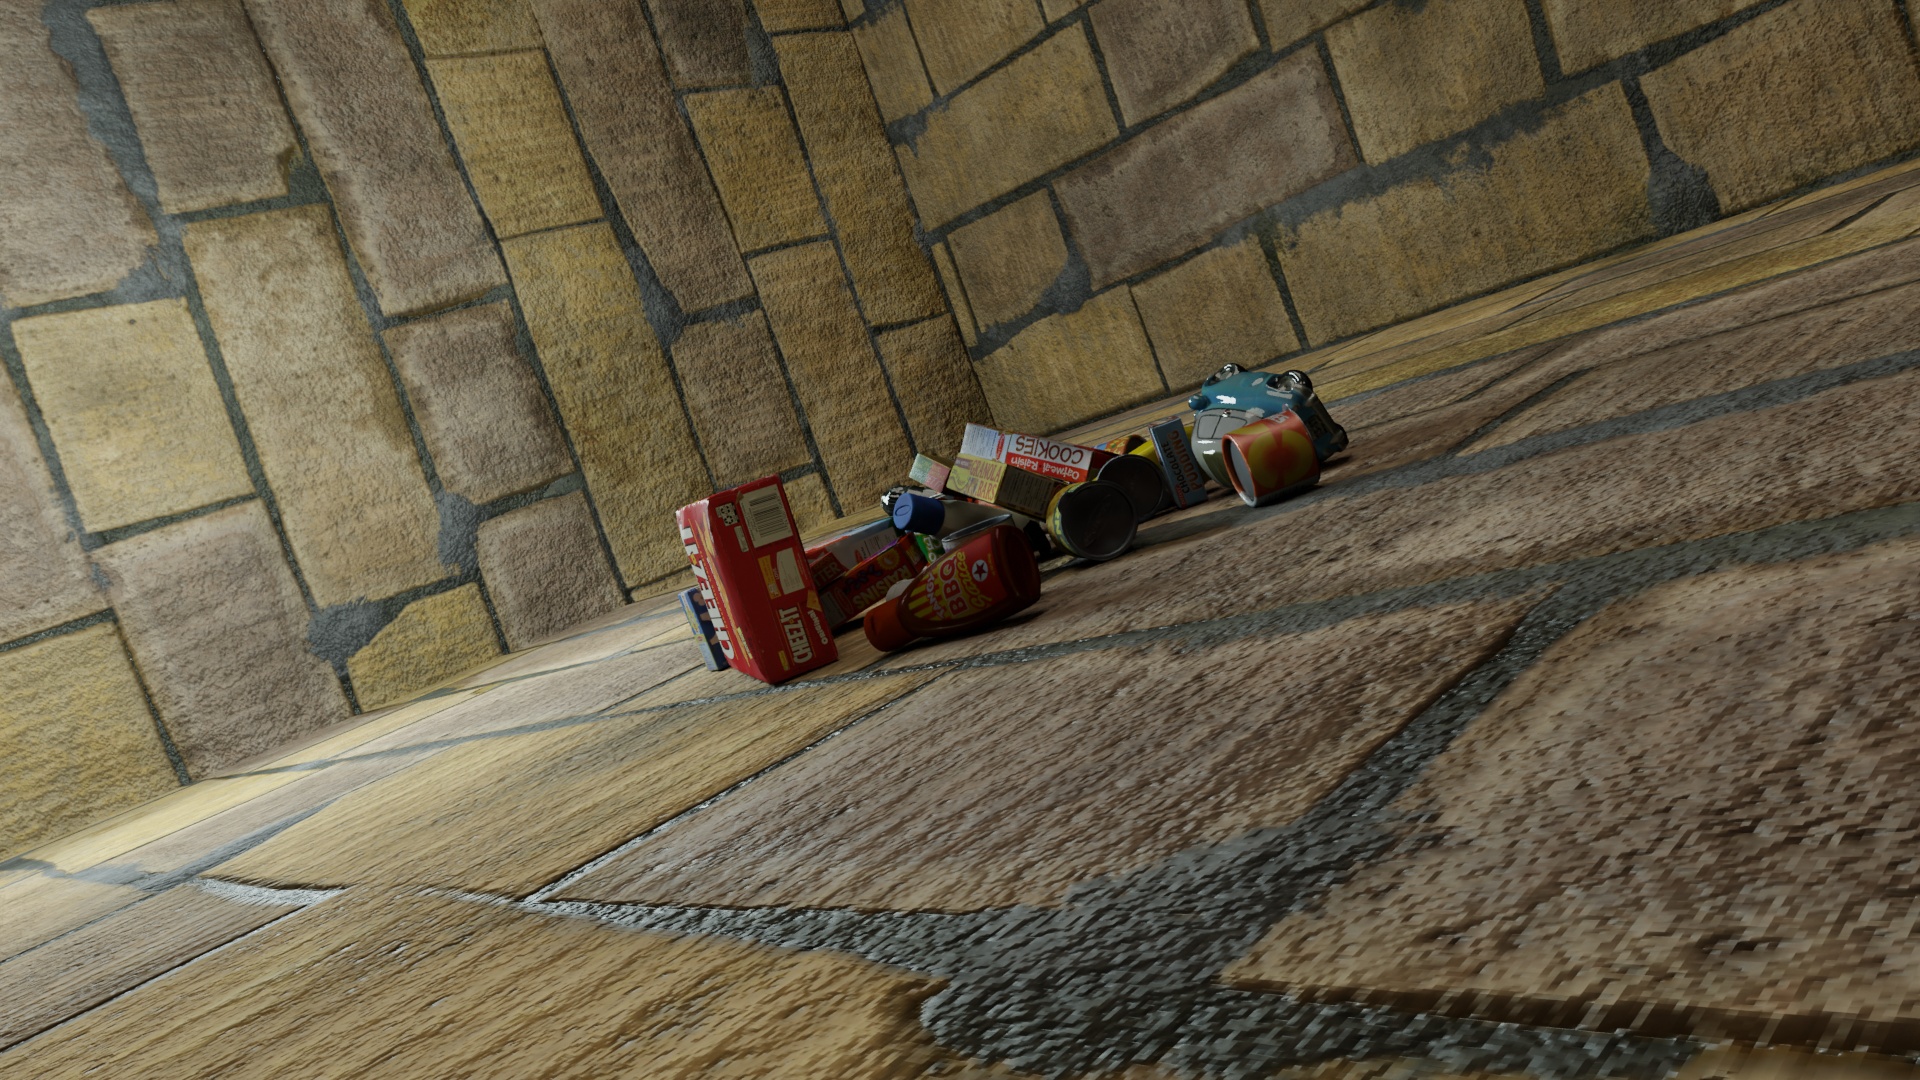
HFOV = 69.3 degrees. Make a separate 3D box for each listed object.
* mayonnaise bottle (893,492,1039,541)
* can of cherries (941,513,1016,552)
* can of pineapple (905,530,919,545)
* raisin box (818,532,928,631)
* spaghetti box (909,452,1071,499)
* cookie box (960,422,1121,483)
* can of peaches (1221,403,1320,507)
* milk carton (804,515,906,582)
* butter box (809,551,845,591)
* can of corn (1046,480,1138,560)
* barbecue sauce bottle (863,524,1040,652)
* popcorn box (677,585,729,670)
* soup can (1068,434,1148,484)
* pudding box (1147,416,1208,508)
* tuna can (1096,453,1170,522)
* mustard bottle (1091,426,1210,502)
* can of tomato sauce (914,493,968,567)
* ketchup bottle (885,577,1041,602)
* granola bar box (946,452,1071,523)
[{"bbox_3d":[0.005,-0.017,1.379,0.148,0.041,0.064,11,-17,-34],"label":"mayonnaise bottle"},{"bbox_3d":[0.024,0.015,1.215,0.071,0.058,0.071,-21,5,2],"label":"can of cherries"},{"bbox_3d":[-0.055,-0.004,1.669,0.071,0.071,0.057,-24,6,-39],"label":"can of pineapple"},{"bbox_3d":[-0.095,0.043,1.334,0.123,0.040,0.086,-32,3,8],"label":"raisin box"},{"bbox_3d":[0.048,-0.056,1.451,0.050,0.028,0.250,29,14,38],"label":"spaghetti box"},{"bbox_3d":[0.104,-0.086,1.475,0.167,0.040,0.123,17,5,38],"label":"cookie box"},{"bbox_3d":[0.253,-0.069,1.139,0.058,0.071,0.071,-22,5,-3],"label":"can of peaches"},{"bbox_3d":[-0.145,0.039,1.537,0.191,0.073,0.072,-25,7,-40],"label":"milk carton"},{"bbox_3d":[-0.144,0.037,1.326,0.053,0.024,0.103,-36,3,-14],"label":"butter box"},{"bbox_3d":[0.107,-0.018,1.169,0.071,0.071,0.058,-21,4,-10],"label":"can of corn"},{"bbox_3d":[-0.009,0.043,1.042,0.148,0.065,0.044,-27,-22,35],"label":"barbecue sauce bottle"},{"bbox_3d":[-0.210,0.069,1.401,0.127,0.085,0.038,-24,4,-31],"label":"popcorn box"},{"bbox_3d":[0.175,-0.080,1.604,0.083,0.071,0.071,-16,7,42],"label":"soup can"},{"bbox_3d":[0.204,-0.074,1.309,0.030,0.083,0.050,-20,4,5],"label":"pudding box"},{"bbox_3d":[0.163,-0.049,1.318,0.071,0.071,0.033,-20,3,5],"label":"tuna can"},{"bbox_3d":[0.170,-0.054,1.366,0.160,0.065,0.049,-27,6,8],"label":"mustard bottle"},{"bbox_3d":[-0.014,-0.007,1.449,0.071,0.083,0.071,-20,5,2],"label":"can of tomato sauce"},{"bbox_3d":[-0.004,0.041,1.127,0.065,0.043,0.148,-23,5,-39],"label":"ketchup bottle"},{"bbox_3d":[0.068,-0.040,1.277,0.124,0.039,0.165,18,2,-16],"label":"granola bar box"}]
